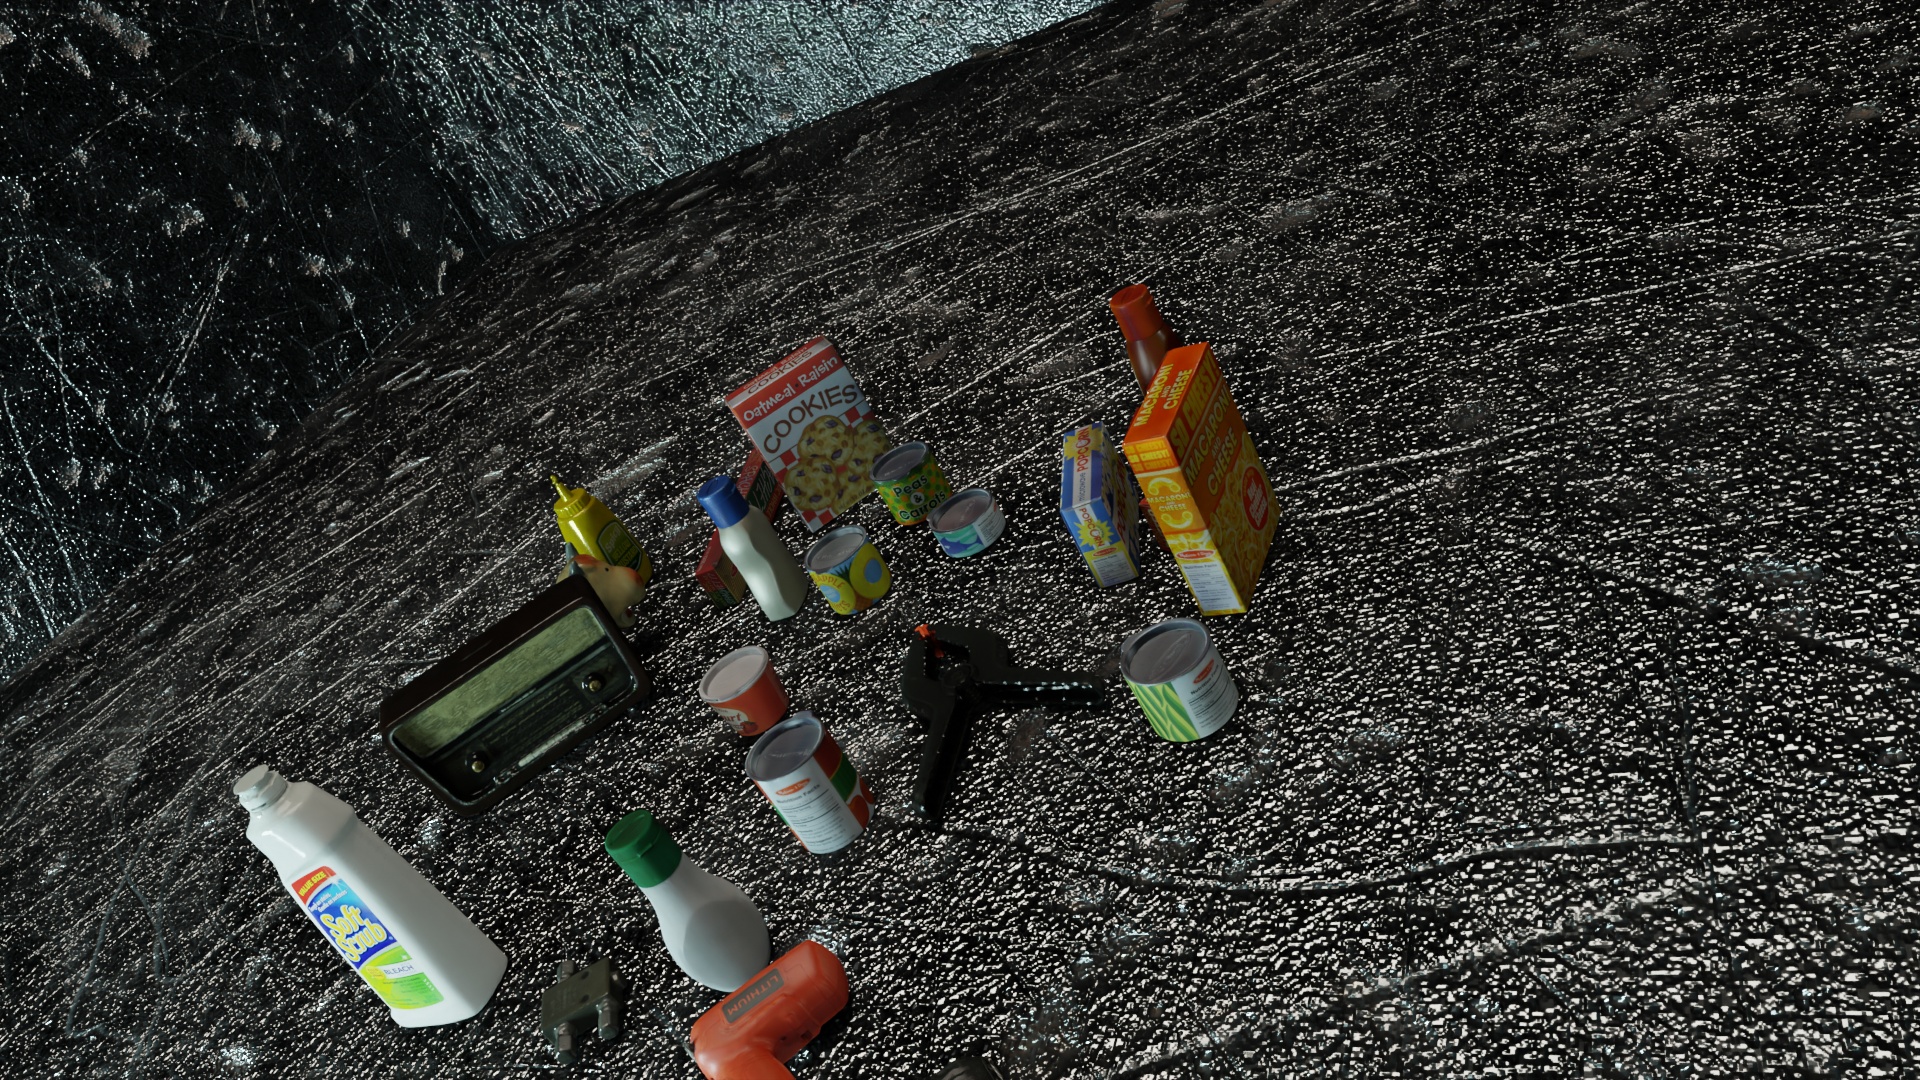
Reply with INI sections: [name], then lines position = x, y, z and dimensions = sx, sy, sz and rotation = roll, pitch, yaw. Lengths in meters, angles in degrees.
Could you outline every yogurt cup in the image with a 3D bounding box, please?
[yogurt cup]
position = -0.187, 0.134, 1.218
dimensions = 0.072, 0.053, 0.073
rotation = -23, 29, 14

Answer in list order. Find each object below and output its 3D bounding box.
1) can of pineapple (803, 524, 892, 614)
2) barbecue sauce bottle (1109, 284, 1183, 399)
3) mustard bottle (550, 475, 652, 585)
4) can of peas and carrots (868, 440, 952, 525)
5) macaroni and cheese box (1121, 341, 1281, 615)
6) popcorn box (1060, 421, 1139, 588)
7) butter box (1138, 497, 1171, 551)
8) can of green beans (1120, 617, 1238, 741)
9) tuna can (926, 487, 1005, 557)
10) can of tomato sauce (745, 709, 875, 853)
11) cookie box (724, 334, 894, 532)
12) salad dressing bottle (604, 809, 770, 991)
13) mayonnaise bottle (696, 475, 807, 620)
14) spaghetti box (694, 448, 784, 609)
[can of pineapple]
position = -0.106, 0.029, 1.306
dimensions = 0.071, 0.057, 0.071
rotation = -23, 29, 14
[barbecue sauce bottle]
position = 0.180, -0.159, 1.248
dimensions = 0.043, 0.148, 0.065
rotation = -7, 36, 36
[mustard bottle]
position = -0.404, -0.007, 1.529
dimensions = 0.048, 0.159, 0.066
rotation = -8, 35, 35
[can of peas and carrots]
position = -0.048, -0.056, 1.387
dimensions = 0.071, 0.058, 0.071
rotation = -23, 29, 14
[macaroni and cheese box]
position = 0.184, -0.045, 1.046
dimensions = 0.040, 0.166, 0.124
rotation = -9, 35, 34
[popcorn box]
position = 0.118, -0.032, 1.169
dimensions = 0.038, 0.085, 0.127
rotation = -20, 30, 19
[butter box]
position = 0.195, -0.042, 1.148
dimensions = 0.104, 0.053, 0.024
rotation = -44, 31, -24
[can of green beans]
position = 0.152, 0.097, 0.963
dimensions = 0.071, 0.057, 0.071
rotation = -23, 29, 14
[tuna can]
position = 0.005, -0.016, 1.302
dimensions = 0.071, 0.032, 0.071
rotation = -22, 30, 14
[can of tomato sauce]
position = -0.111, 0.182, 1.042
dimensions = 0.071, 0.082, 0.071
rotation = -23, 29, 14
[cookie box]
position = -0.151, -0.112, 1.456
dimensions = 0.123, 0.167, 0.040
rotation = -35, 29, -8
[salad dressing bottle]
position = -0.185, 0.244, 0.943
dimensions = 0.064, 0.147, 0.044
rotation = -41, 30, -19
[mayonnaise bottle]
position = -0.200, 0.005, 1.336
dimensions = 0.041, 0.147, 0.065
rotation = -19, 30, 20
[spaghetti box]
position = -0.232, -0.022, 1.510
dimensions = 0.028, 0.050, 0.251
rotation = -19, 31, 20
